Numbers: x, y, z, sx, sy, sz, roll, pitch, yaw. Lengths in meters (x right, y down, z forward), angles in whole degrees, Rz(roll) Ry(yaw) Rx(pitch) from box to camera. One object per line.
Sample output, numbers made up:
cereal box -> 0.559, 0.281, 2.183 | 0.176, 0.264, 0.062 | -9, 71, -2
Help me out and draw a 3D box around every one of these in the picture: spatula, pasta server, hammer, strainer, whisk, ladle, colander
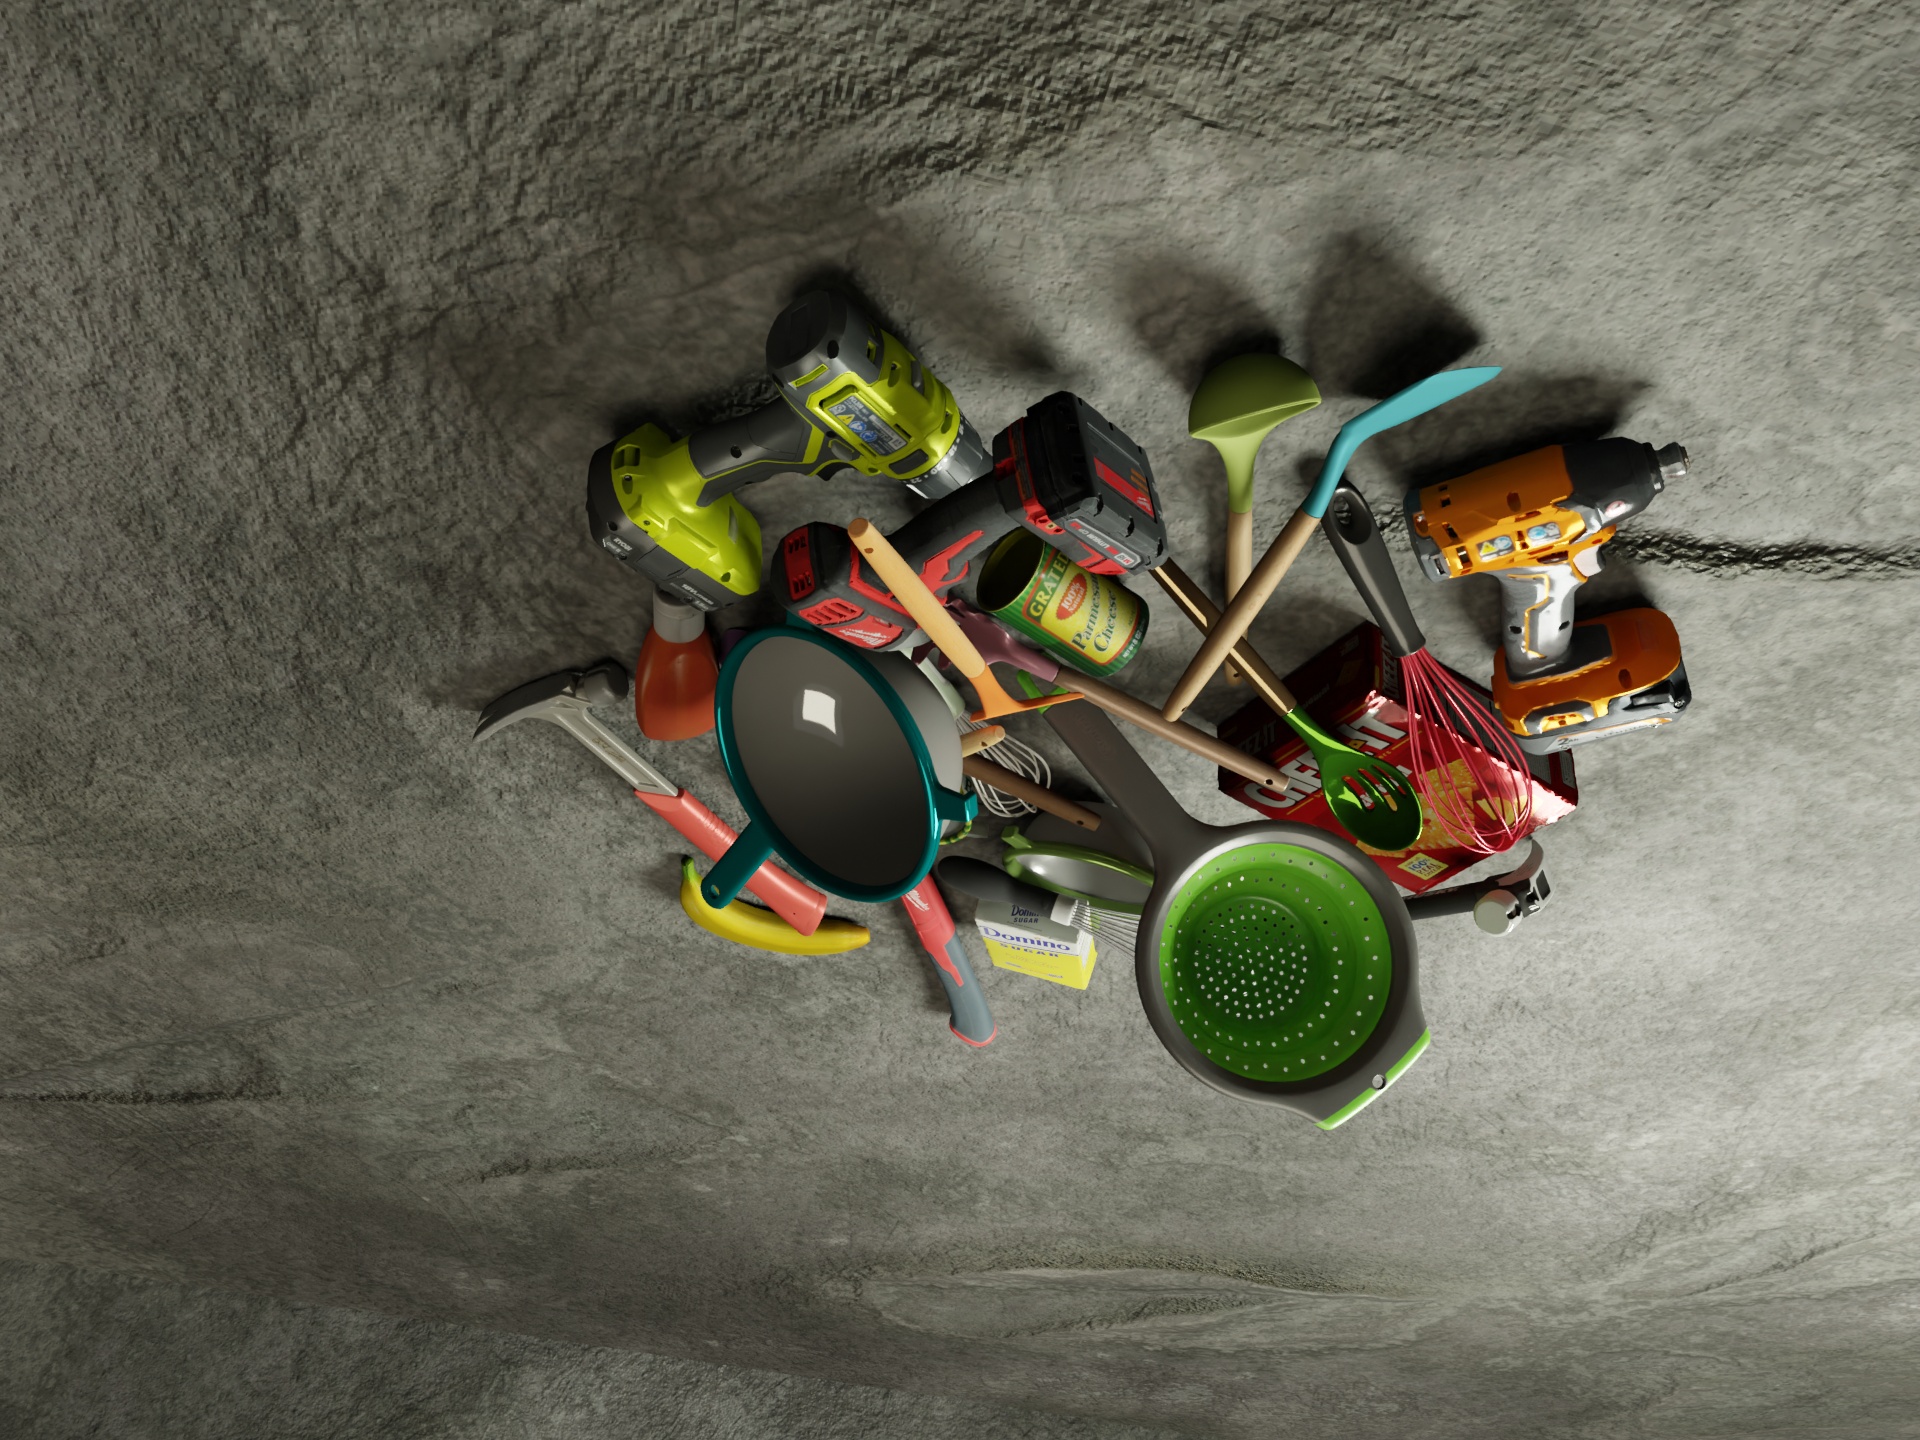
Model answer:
spatula -> -0.001, -0.051, 0.985 | 0.081, 0.041, 0.322 | -13, 154, 16
pasta server -> 0.091, -0.018, 1.134 | 0.316, 0.040, 0.060 | 26, 129, -3
hammer -> -0.005, 0.199, 1.477 | 0.143, 0.038, 0.385 | -6, 141, 12
strainer -> 0.117, 0.125, 1.354 | 0.151, 0.069, 0.256 | 14, 162, 8
whisk -> 0.114, 0.162, 1.280 | 0.284, 0.070, 0.070 | 19, 144, 11
ladle -> -0.068, 0.046, 1.232 | 0.069, 0.031, 0.315 | 40, 145, -23
hammer -> -0.239, 0.083, 1.351 | 0.149, 0.037, 0.358 | -18, 135, 28
spatula -> -0.037, 0.009, 1.196 | 0.316, 0.018, 0.059 | 26, 139, -2
whisk -> 0.306, -0.033, 1.054 | 0.073, 0.073, 0.295 | -21, 111, 30
hammer -> 0.339, 0.165, 1.348 | 0.335, 0.146, 0.035 | -19, 93, 42
colander -> 0.174, 0.115, 1.185 | 0.397, 0.204, 0.094 | 51, 172, 5
whisk -> -0.002, -0.004, 1.213 | 0.059, 0.058, 0.246 | -40, 129, 0
spatula -> 0.212, -0.104, 0.995 | 0.082, 0.044, 0.317 | -16, 147, -43
ladle -> 0.185, -0.113, 1.034 | 0.078, 0.062, 0.319 | -14, 144, -2
strainer -> -0.100, 0.047, 1.175 | 0.211, 0.095, 0.340 | 52, 139, 7

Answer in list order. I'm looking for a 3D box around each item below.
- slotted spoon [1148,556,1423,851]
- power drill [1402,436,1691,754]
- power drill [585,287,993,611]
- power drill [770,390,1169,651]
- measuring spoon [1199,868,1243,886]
slotted spoon -> 0.209, -0.027, 1.086 | 0.313, 0.031, 0.070 | 45, 139, -14
power drill -> 0.398, -0.085, 1.022 | 0.164, 0.084, 0.226 | -17, 133, 25
power drill -> -0.101, -0.155, 0.999 | 0.228, 0.080, 0.190 | -23, 143, 28
power drill -> 0.007, -0.105, 0.974 | 0.219, 0.079, 0.143 | -22, 154, 28
measuring spoon -> 0.192, 0.149, 1.400 | 0.124, 0.018, 0.034 | -17, 137, 28
